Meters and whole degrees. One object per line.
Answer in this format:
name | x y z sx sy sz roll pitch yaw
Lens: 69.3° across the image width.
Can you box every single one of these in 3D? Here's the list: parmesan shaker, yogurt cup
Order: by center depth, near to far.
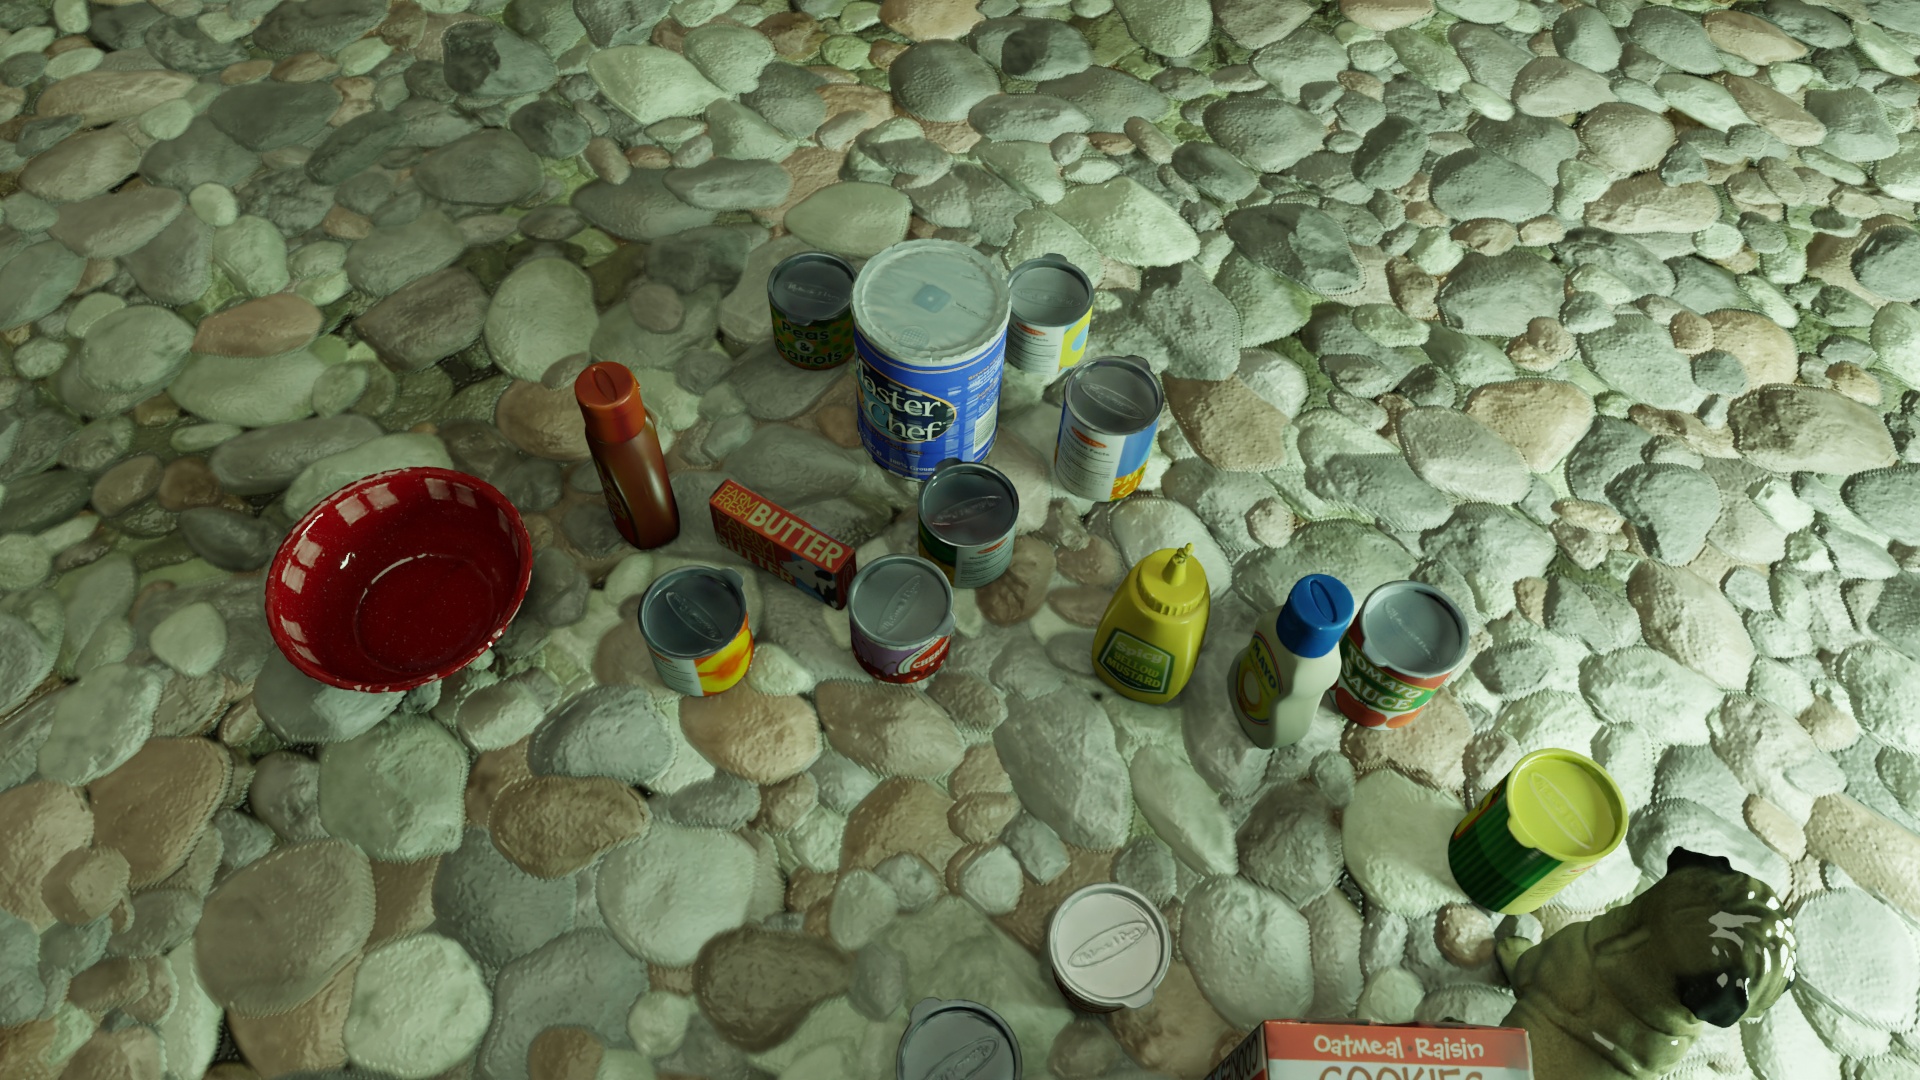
yogurt cup | 0.081 0.233 0.783 0.072 0.053 0.073 1 59 -2
parmesan shaker | 0.328 0.171 0.802 0.071 0.102 0.071 1 59 -2

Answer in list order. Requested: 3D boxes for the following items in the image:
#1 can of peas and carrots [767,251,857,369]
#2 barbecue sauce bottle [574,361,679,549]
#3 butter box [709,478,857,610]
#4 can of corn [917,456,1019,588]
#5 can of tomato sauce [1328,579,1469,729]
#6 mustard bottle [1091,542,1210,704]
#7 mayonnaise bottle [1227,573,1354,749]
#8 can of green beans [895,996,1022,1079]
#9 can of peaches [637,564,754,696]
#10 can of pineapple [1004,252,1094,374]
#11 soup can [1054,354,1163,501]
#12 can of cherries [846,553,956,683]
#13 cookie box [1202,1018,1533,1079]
can of peas and carrots | -0.106 -0.165 1.014 0.071 0.058 0.071 1 59 -2
barbecue sauce bottle | -0.214 -0.056 0.890 0.044 0.147 0.065 -25 63 -16
butter box | -0.117 0.003 0.914 0.103 0.053 0.024 29 62 14
can of corn | 0.003 -0.012 0.925 0.071 0.058 0.071 1 59 -2
can of tomato sauce | 0.271 0.074 0.870 0.071 0.082 0.071 1 59 -2
mustard bottle | 0.118 0.045 0.837 0.065 0.159 0.049 24 61 12
mayonnaise bottle | 0.198 0.070 0.832 0.041 0.147 0.065 -14 61 -10
can of green beans | -0.002 0.286 0.744 0.071 0.057 0.071 1 59 -2
can of peaches | -0.164 0.056 0.877 0.071 0.057 0.071 1 59 -2
can of pineapple | 0.063 -0.166 1.022 0.071 0.057 0.071 1 59 -2
soup can | 0.102 -0.077 0.955 0.071 0.083 0.071 1 59 -2
can of cherries | -0.036 0.052 0.885 0.071 0.058 0.072 1 59 -2
cookie box | 0.195 0.277 0.695 0.123 0.166 0.040 2 59 -1
